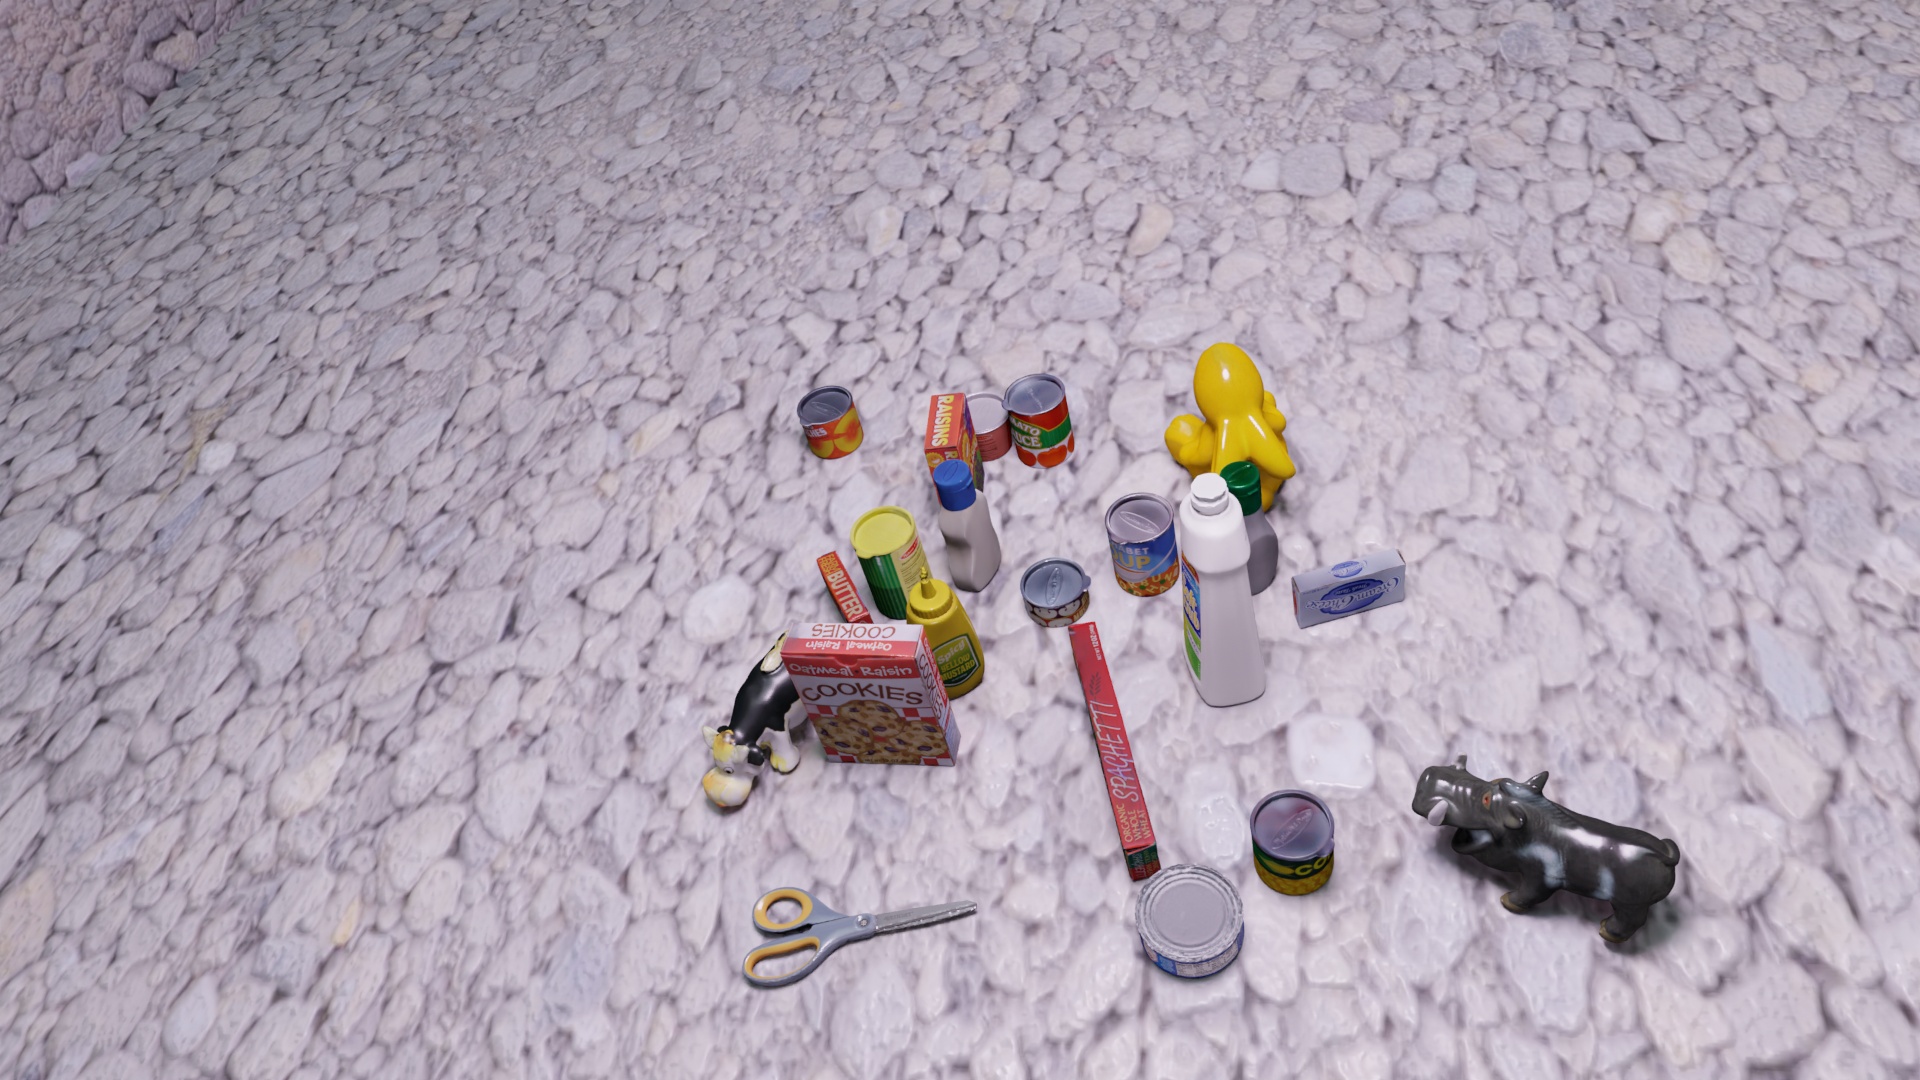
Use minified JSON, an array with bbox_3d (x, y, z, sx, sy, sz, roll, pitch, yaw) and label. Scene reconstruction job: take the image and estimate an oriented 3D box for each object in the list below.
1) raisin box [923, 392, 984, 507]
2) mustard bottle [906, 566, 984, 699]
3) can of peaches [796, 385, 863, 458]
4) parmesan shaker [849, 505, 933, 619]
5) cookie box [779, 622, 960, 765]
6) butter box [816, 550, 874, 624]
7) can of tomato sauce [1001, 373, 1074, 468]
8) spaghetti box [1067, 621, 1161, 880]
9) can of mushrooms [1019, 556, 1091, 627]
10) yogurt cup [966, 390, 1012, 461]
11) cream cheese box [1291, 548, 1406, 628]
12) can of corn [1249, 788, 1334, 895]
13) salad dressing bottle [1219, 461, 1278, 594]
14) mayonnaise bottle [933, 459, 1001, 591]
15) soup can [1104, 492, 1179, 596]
[{"bbox_3d":[-0.005,-0.083,1.470,0.040,0.122,0.086,-4,47,12],"label":"raisin box"},{"bbox_3d":[-0.020,0.083,1.290,0.065,0.159,0.049,-27,46,-10],"label":"mustard bottle"},{"bbox_3d":[-0.151,-0.135,1.604,0.071,0.057,0.071,-8,46,8],"label":"can of peaches"},{"bbox_3d":[-0.068,0.025,1.398,0.071,0.102,0.072,-8,46,8],"label":"parmesan shaker"},{"bbox_3d":[-0.078,0.140,1.246,0.123,0.166,0.040,0,47,15],"label":"cookie box"},{"bbox_3d":[-0.114,0.062,1.410,0.024,0.053,0.104,-25,46,-9],"label":"butter box"},{"bbox_3d":[0.086,-0.129,1.517,0.071,0.082,0.071,-8,46,8],"label":"can of tomato sauce"},{"bbox_3d":[0.134,0.181,1.232,0.029,0.050,0.251,-14,45,2],"label":"spaghetti box"},{"bbox_3d":[0.096,0.052,1.377,0.071,0.033,0.071,-8,46,8],"label":"can of mushrooms"},{"bbox_3d":[0.026,-0.125,1.550,0.072,0.053,0.073,-8,46,8],"label":"yogurt cup"},{"bbox_3d":[0.362,0.045,1.298,0.104,0.053,0.024,-16,45,0],"label":"cream cheese box"},{"bbox_3d":[0.272,0.247,1.127,0.071,0.058,0.071,-8,46,8],"label":"can of corn"},{"bbox_3d":[0.268,-0.011,1.311,0.064,0.147,0.044,-31,47,-14],"label":"salad dressing bottle"},{"bbox_3d":[0.005,-0.017,1.387,0.041,0.147,0.065,13,52,25],"label":"mayonnaise bottle"},{"bbox_3d":[0.178,0.006,1.363,0.071,0.083,0.072,-8,46,8],"label":"soup can"}]
